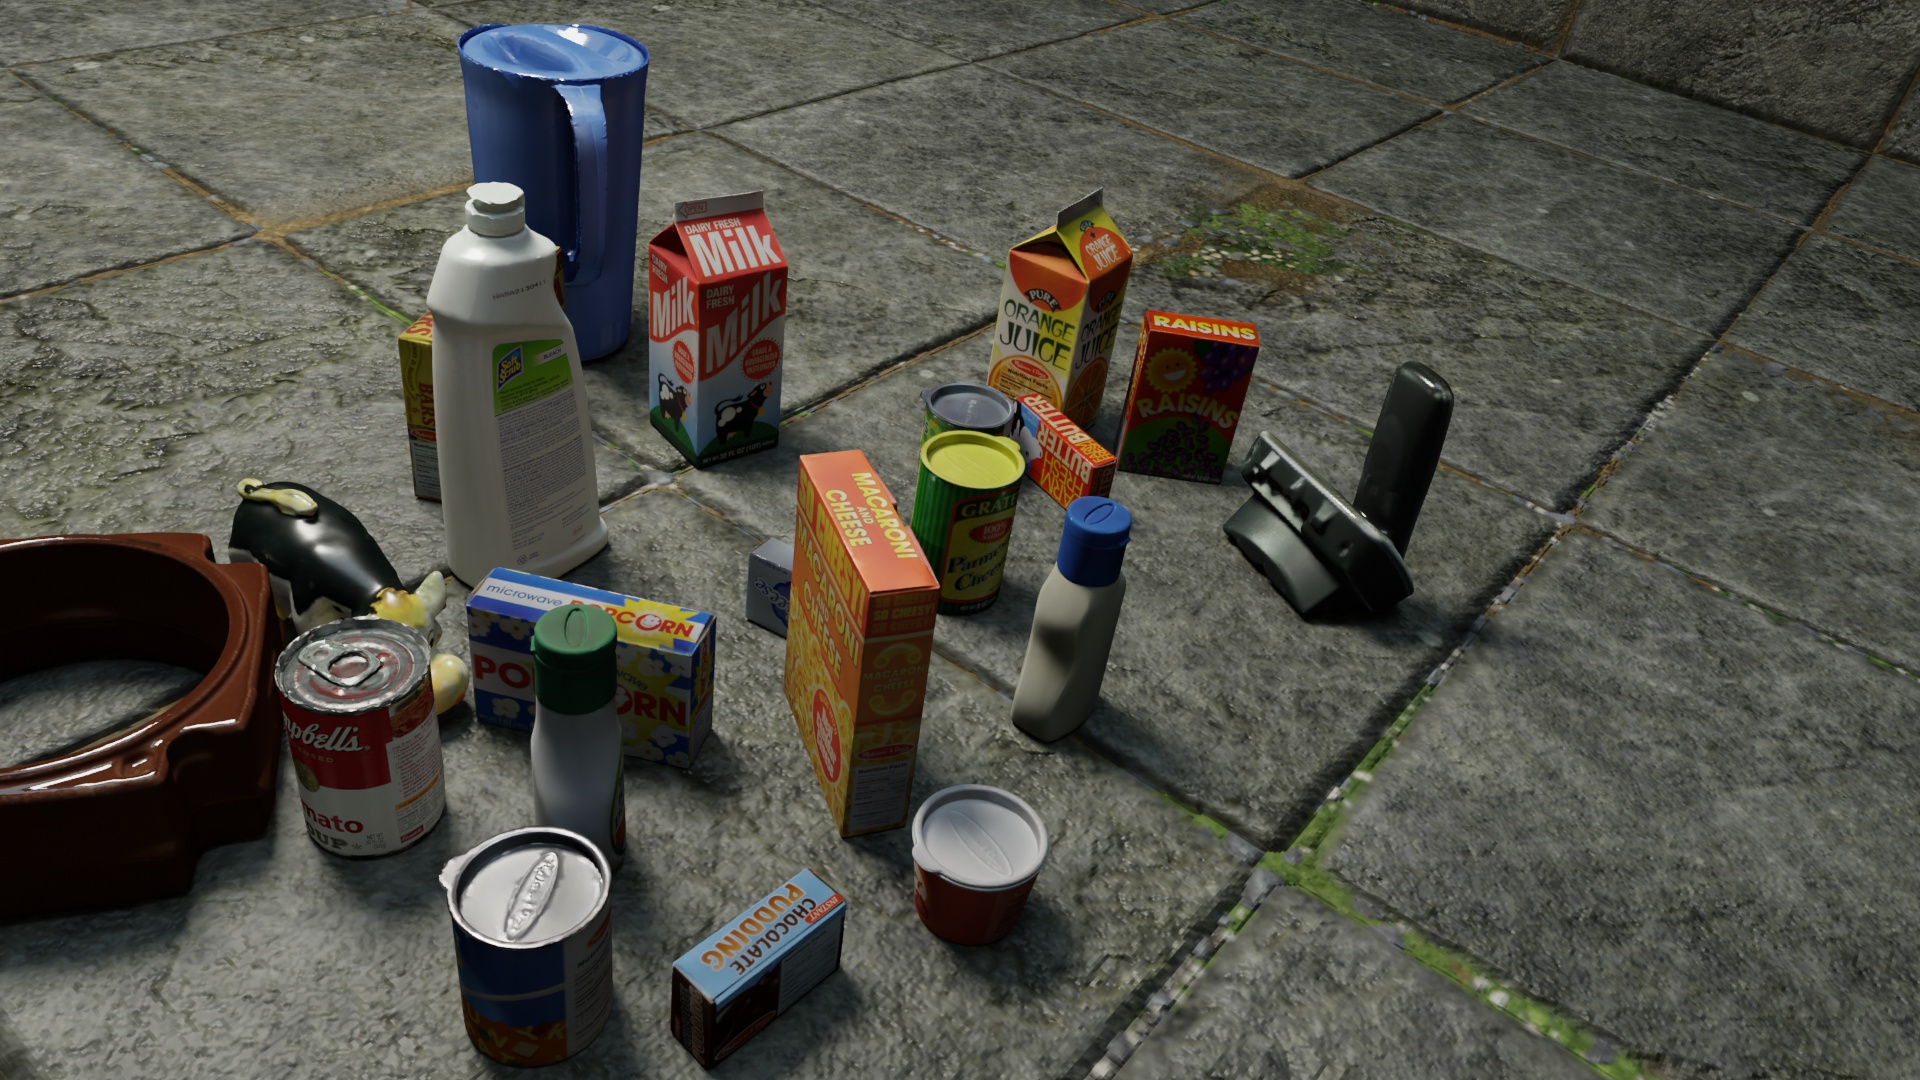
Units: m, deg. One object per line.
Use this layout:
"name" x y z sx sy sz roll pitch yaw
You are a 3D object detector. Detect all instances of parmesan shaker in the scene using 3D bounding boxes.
"parmesan shaker" 0.003 -0.011 0.902 0.071 0.102 0.072 6 35 -4

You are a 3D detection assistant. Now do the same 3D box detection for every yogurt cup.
"yogurt cup" 0.007 0.164 0.696 0.072 0.053 0.073 6 35 -4

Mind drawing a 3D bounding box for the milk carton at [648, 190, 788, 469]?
"milk carton" -0.174 -0.155 0.988 0.072 0.189 0.073 -19 44 -35

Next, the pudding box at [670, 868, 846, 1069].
"pudding box" -0.092 0.194 0.635 0.030 0.049 0.084 31 40 28

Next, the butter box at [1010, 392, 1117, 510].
"butter box" 0.073 -0.062 1.033 0.024 0.052 0.104 -15 42 -31

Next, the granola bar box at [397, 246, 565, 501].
"granola bar box" -0.324 -0.119 0.960 0.039 0.123 0.166 12 35 4

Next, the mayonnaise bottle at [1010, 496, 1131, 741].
"mayonnaise bottle" 0.066 0.044 0.798 0.041 0.147 0.065 28 39 25

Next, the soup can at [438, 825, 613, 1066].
"soup can" -0.189 0.177 0.607 0.071 0.083 0.072 6 35 -4

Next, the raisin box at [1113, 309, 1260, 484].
"raisin box" 0.171 -0.109 1.061 0.086 0.122 0.040 8 35 -1

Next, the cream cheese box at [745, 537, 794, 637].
"cream cheese box" -0.082 0.042 0.849 0.104 0.053 0.024 24 37 19

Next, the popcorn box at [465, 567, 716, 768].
"popcorn box" -0.200 0.069 0.756 0.127 0.084 0.038 12 35 4

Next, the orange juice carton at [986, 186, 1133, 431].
"orange juice carton" 0.076 -0.172 1.068 0.073 0.191 0.072 26 38 23

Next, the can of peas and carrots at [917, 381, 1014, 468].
"can of peas and carrots" 0.001 -0.077 1.033 0.071 0.058 0.071 6 35 -4

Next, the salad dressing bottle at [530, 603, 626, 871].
"salad dressing bottle" -0.183 0.098 0.665 0.044 0.146 0.064 0 36 -13

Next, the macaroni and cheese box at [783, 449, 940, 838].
"macaroni and cheese box" -0.057 0.054 0.740 0.040 0.165 0.124 -6 38 -21
